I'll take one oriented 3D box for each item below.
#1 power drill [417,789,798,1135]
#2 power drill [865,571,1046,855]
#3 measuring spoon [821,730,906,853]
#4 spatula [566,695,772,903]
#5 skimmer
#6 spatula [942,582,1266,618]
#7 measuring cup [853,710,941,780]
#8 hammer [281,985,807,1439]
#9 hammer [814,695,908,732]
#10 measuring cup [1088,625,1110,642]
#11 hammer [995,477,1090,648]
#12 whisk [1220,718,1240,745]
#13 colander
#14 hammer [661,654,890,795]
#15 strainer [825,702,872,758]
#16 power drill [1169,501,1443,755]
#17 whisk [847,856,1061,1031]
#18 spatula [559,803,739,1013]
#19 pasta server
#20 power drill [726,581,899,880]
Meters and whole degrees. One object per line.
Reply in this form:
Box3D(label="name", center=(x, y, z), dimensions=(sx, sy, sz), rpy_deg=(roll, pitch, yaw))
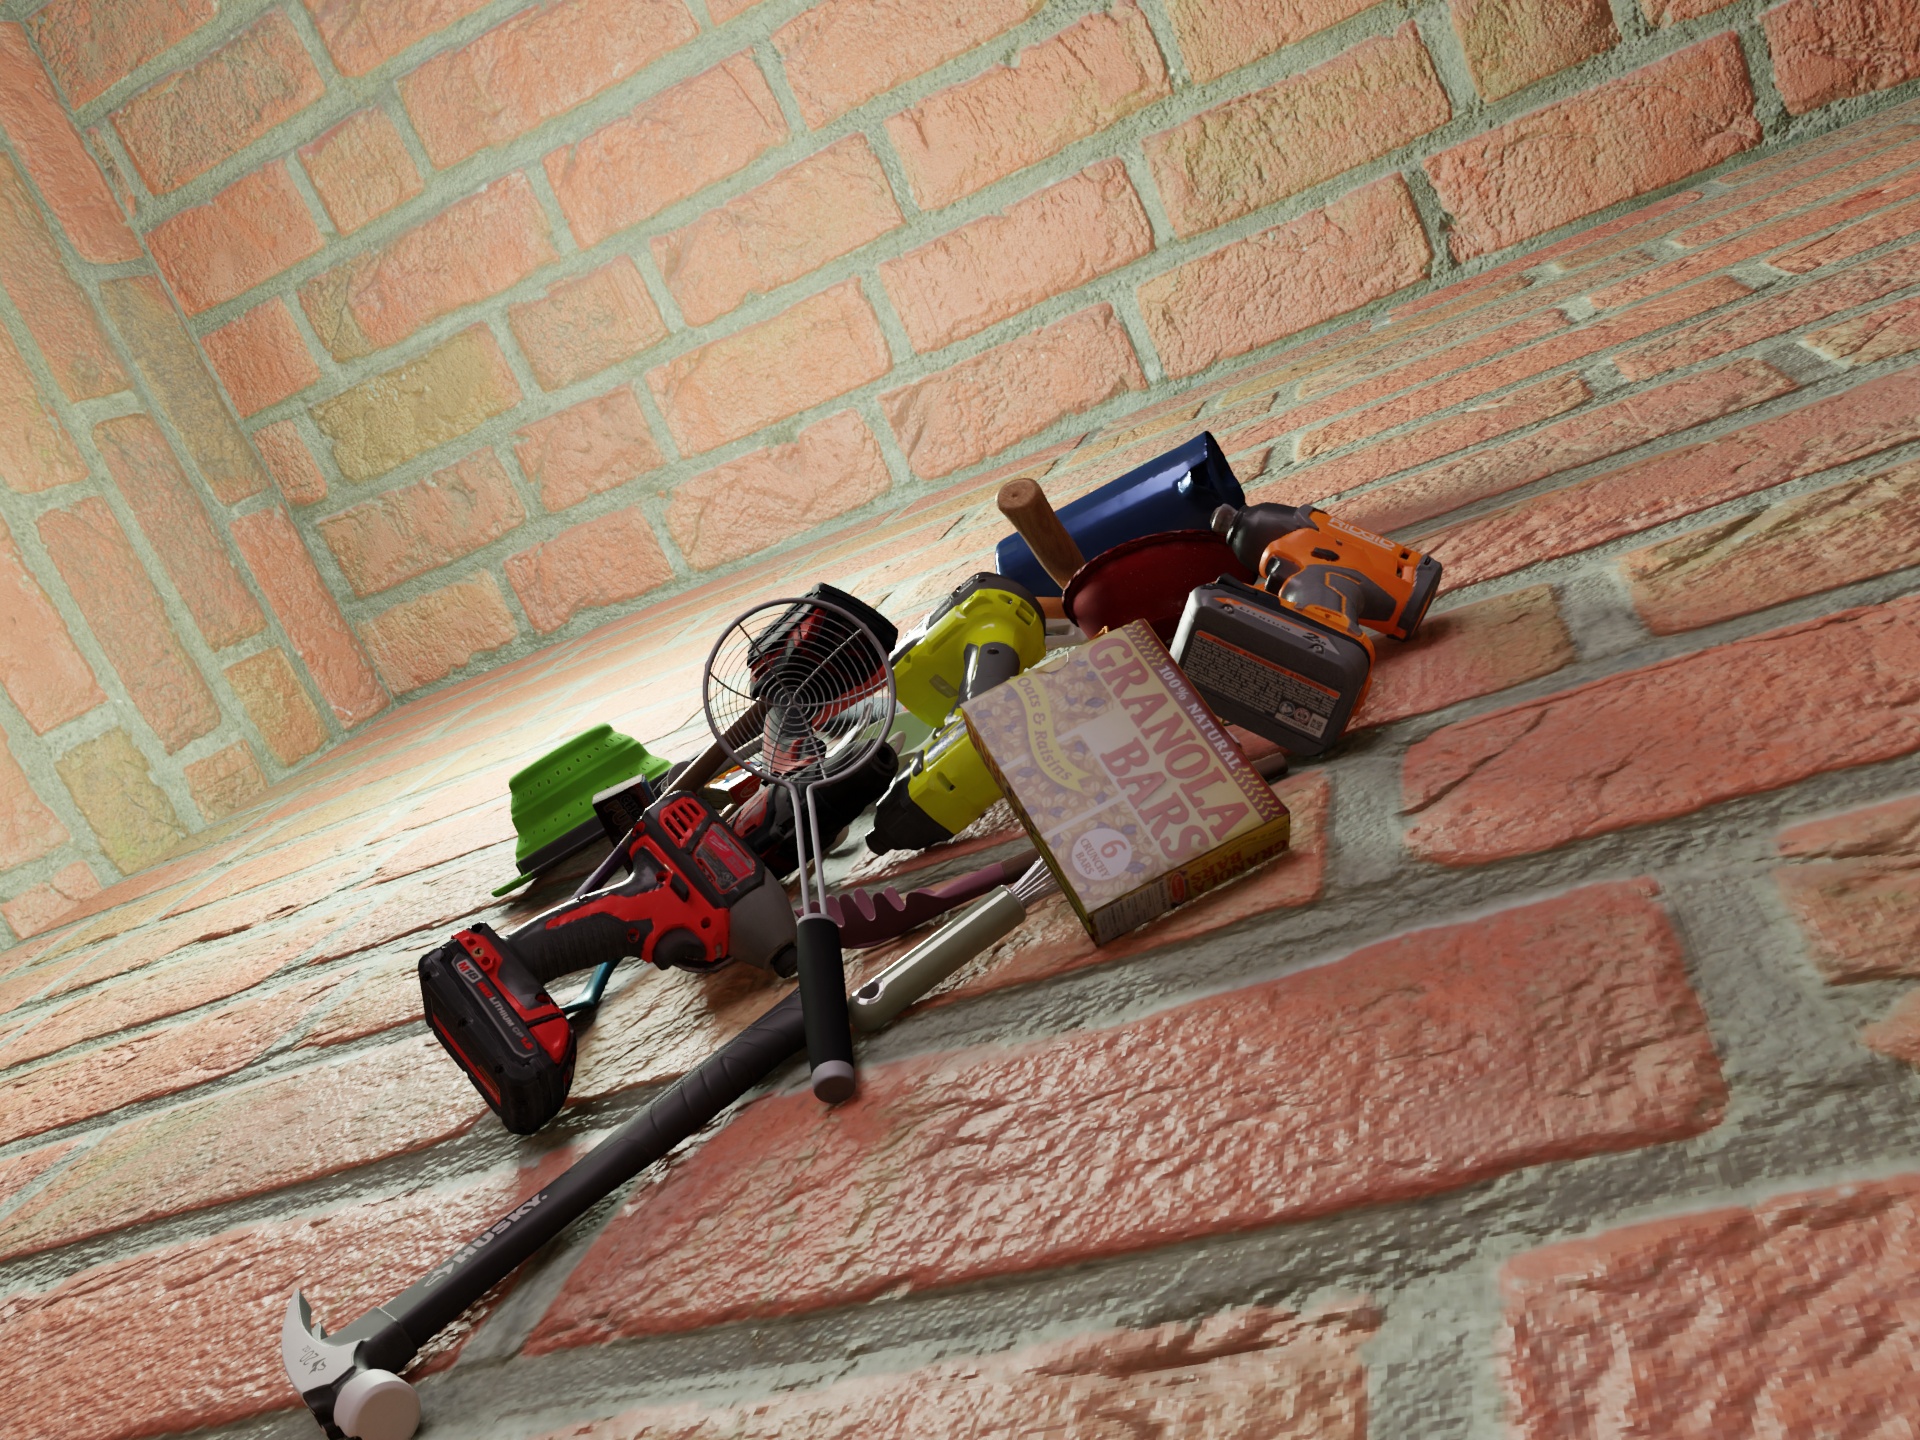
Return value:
Box3D(label="power drill", center=(-0.208, 0.147, 0.985), dimensions=(0.219, 0.143, 0.078), rpy_deg=(-33, -22, -32))
Box3D(label="power drill", center=(-0.002, -0.004, 1.185), dimensions=(0.171, 0.080, 0.223), rpy_deg=(-40, 23, 23))
Box3D(label="measuring spoon", center=(-0.081, 0.052, 1.249), dimensions=(0.034, 0.018, 0.124), rpy_deg=(12, 56, 41))
Box3D(label="spatula", center=(-0.248, 0.084, 1.265), dimensions=(0.316, 0.018, 0.060), rpy_deg=(-44, 5, 26))
Box3D(label="skimmer", center=(-0.086, 0.058, 0.935), dimensions=(0.127, 0.090, 0.364), rpy_deg=(3, 35, -12))
Box3D(label="spatula", center=(0.137, -0.102, 1.328), dimensions=(0.322, 0.041, 0.081), rpy_deg=(-1, -2, -21))
Box3D(label="measuring cup", center=(-0.021, 0.036, 1.277), dimensions=(0.083, 0.038, 0.168), rpy_deg=(-37, 32, -26))
Box3D(label="hammer", center=(-0.189, 0.233, 0.819), dimensions=(0.335, 0.035, 0.146), rpy_deg=(-34, 18, -36))
Box3D(label="hammer", center=(-0.021, -0.018, 1.454), dimensions=(0.143, 0.038, 0.386), rpy_deg=(-31, 15, -29))
Box3D(label="measuring cup", center=(0.098, -0.015, 1.183), dimensions=(0.095, 0.052, 0.173), rpy_deg=(-64, 8, -4))
Box3D(label="hammer", center=(0.088, -0.125, 1.323), dimensions=(0.130, 0.031, 0.331), rpy_deg=(-19, -19, 12))
Box3D(label="whisk", center=(0.159, -0.013, 1.138), dimensions=(0.051, 0.047, 0.245), rpy_deg=(-12, 10, 0))
Box3D(label="colander", center=(-0.305, 0.027, 1.562), dimensions=(0.397, 0.094, 0.204), rpy_deg=(-35, 6, -33))
Box3D(label="hammer", center=(-0.104, -0.021, 1.420), dimensions=(0.359, 0.037, 0.149), rpy_deg=(-31, -3, -13))
Box3D(label="strainer", center=(-0.147, 0.074, 1.322), dimensions=(0.258, 0.050, 0.087), rpy_deg=(-41, 1, -32))
Box3D(label="power drill", center=(0.217, -0.078, 1.058), dimensions=(0.164, 0.084, 0.226), rpy_deg=(26, 36, 16))
Box3D(label="whisk", center=(0.036, 0.101, 0.913), dimensions=(0.246, 0.059, 0.058), rpy_deg=(-34, 34, -18))
Box3D(label="spatula", center=(-0.246, 0.145, 1.174), dimensions=(0.082, 0.044, 0.318), rpy_deg=(-25, 18, 34))
Box3D(label="pasta server", center=(0.050, 0.078, 0.986), dimensions=(0.316, 0.040, 0.060), rpy_deg=(-22, -4, 4))
Box3D(label="power drill", center=(-0.106, 0.005, 1.206), dimensions=(0.188, 0.080, 0.227), rpy_deg=(-35, 36, 39))
